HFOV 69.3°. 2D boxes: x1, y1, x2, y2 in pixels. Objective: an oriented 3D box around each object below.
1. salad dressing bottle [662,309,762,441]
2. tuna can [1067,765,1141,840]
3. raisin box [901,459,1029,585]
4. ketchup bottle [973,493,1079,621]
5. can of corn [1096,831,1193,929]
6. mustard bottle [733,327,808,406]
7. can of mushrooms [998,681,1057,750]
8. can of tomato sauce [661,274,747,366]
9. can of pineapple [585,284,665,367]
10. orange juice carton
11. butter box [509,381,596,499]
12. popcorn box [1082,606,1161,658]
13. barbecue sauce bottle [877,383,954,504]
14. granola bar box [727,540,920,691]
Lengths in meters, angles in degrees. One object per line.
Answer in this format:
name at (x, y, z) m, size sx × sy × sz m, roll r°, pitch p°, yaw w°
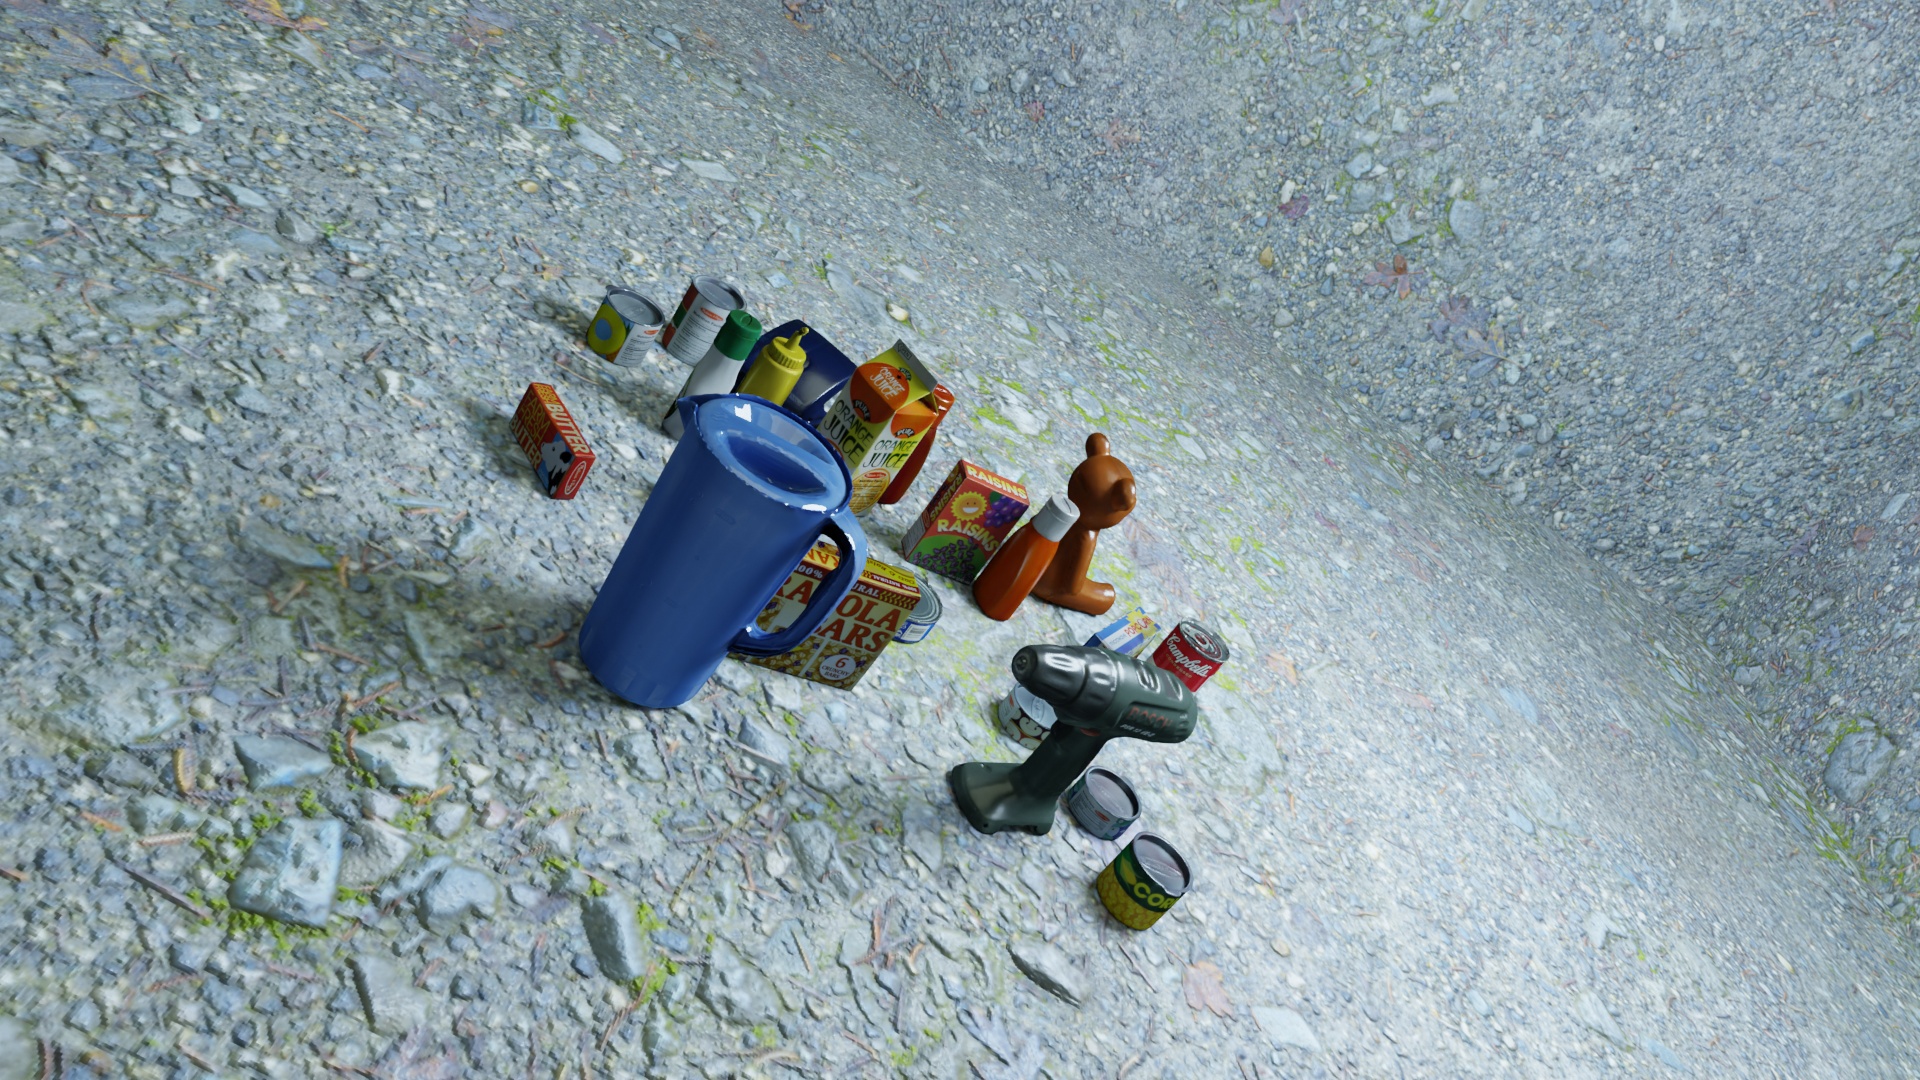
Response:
salad dressing bottle at (-0.249, -0.165, 1.402) m, size 0.044 × 0.147 × 0.064 m, roll 32°, pitch 27°, yaw -9°
tuna can at (0.138, 0.249, 1.325) m, size 0.071 × 0.032 × 0.071 m, roll 28°, pitch 28°, yaw -16°
raisin box at (0.005, -0.019, 1.496) m, size 0.086 × 0.123 × 0.040 m, roll 23°, pitch 29°, yaw -25°
ketchup bottle at (0.071, 0.015, 1.491) m, size 0.043 × 0.148 × 0.065 m, roll 20°, pitch 31°, yaw -30°
can of corn at (0.164, 0.306, 1.238) m, size 0.071 × 0.058 × 0.071 m, roll 28°, pitch 28°, yaw -16°
mustard bottle at (-0.200, -0.162, 1.441) m, size 0.049 × 0.159 × 0.065 m, roll 34°, pitch 27°, yaw -6°
can of mushrooms at (0.074, 0.174, 1.369) m, size 0.071 × 0.033 × 0.071 m, roll 28°, pitch 28°, yaw -16°
can of tomato sauce at (-0.288, -0.246, 1.558) m, size 0.071 × 0.082 × 0.071 m, roll 28°, pitch 28°, yaw -16°
can of pineapple at (-0.357, -0.227, 1.474) m, size 0.071 × 0.057 × 0.071 m, roll 28°, pitch 28°, yaw -16°
orange juice carton at (-0.093, -0.116, 1.459) m, size 0.073 × 0.191 × 0.072 m, roll -3°, pitch 47°, yaw -52°
butter box at (-0.367, -0.090, 1.247) m, size 0.024 × 0.053 × 0.104 m, roll 2°, pitch 43°, yaw -49°
popcorn box at (0.157, 0.125, 1.488) m, size 0.038 × 0.085 × 0.127 m, roll 44°, pitch 28°, yaw 14°
barbecue sauce bottle at (-0.060, -0.108, 1.534) m, size 0.065 × 0.148 × 0.044 m, roll 15°, pitch 33°, yaw -36°
granola bar box at (-0.136, 0.059, 1.204) m, size 0.165 × 0.123 × 0.039 m, roll 20°, pitch 31°, yaw -30°
